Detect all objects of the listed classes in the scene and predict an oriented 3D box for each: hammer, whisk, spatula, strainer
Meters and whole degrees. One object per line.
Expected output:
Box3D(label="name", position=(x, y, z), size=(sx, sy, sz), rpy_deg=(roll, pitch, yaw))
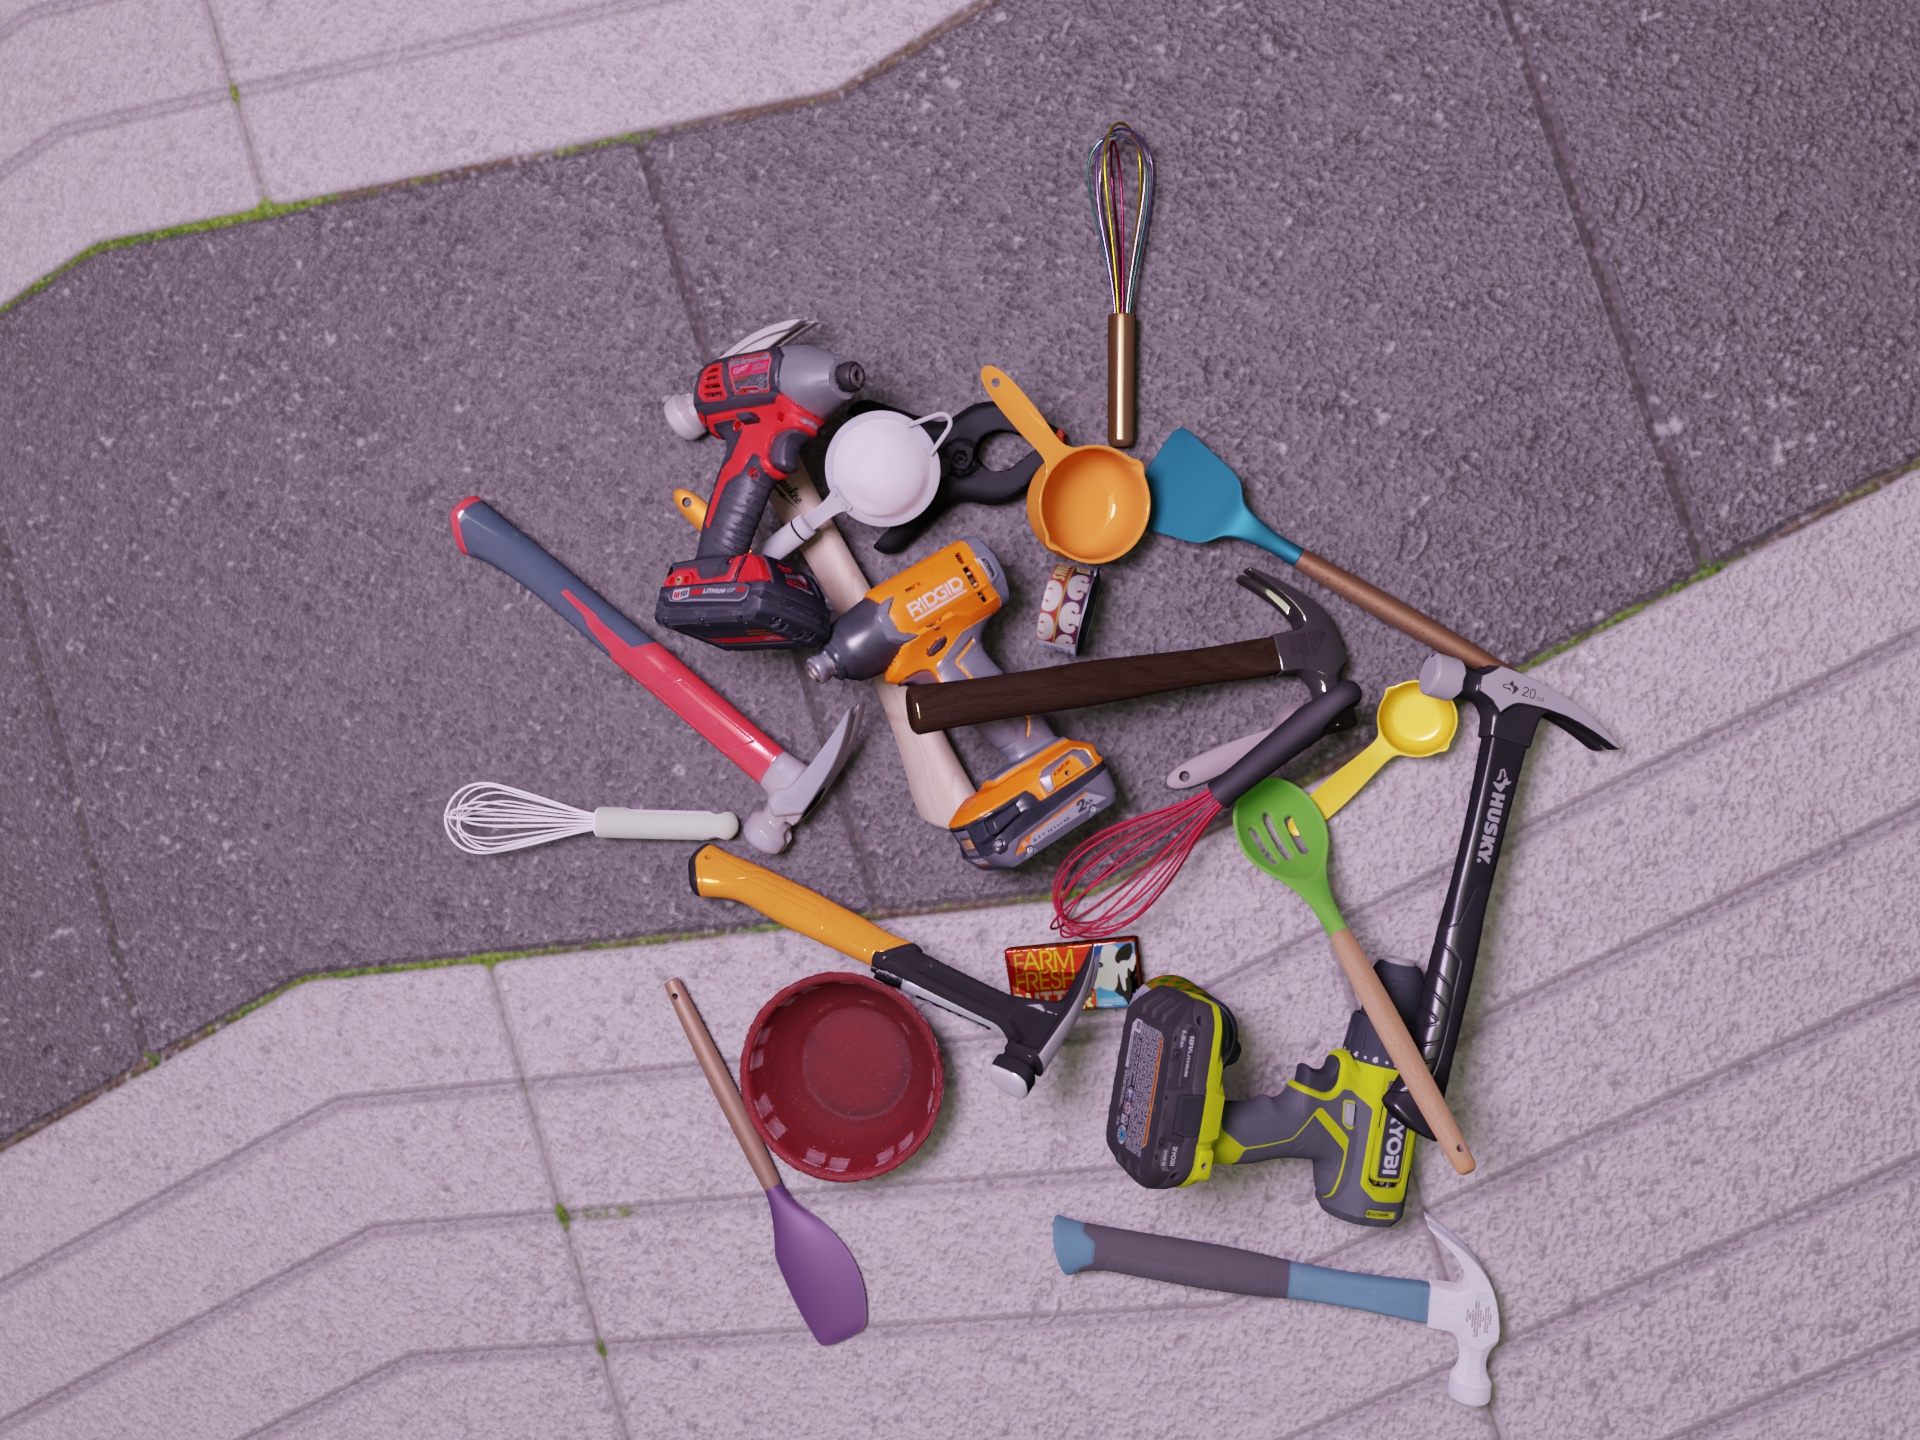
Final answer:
Box3D(label="hammer", position=(-0.064, 0.164, 1.213), size=(0.337, 0.034, 0.127), rpy_deg=(22, 52, 23))
Box3D(label="whisk", position=(0.120, -0.332, 1.214), size=(0.051, 0.047, 0.245), rpy_deg=(1, 93, 9))
Box3D(label="spatula", position=(0.277, -0.110, 1.194), size=(0.317, 0.044, 0.082), rpy_deg=(31, 97, 5))
Box3D(label="hammer", position=(-0.253, -0.067, 1.271), size=(0.386, 0.038, 0.143), rpy_deg=(39, 110, 10))
Box3D(label="strainer", position=(-0.112, -0.148, 1.197), size=(0.258, 0.050, 0.087), rpy_deg=(-34, 102, 19))
Box3D(label="hammer", position=(-0.082, -0.108, 1.237), size=(0.146, 0.038, 0.411), rpy_deg=(-30, 87, 27))
Box3D(label="hammer", position=(0.363, 0.130, 1.126), size=(0.146, 0.035, 0.335), rpy_deg=(16, 84, -8))
Box3D(label="spatula", position=(-0.160, 0.348, 1.272), size=(0.060, 0.018, 0.316), rpy_deg=(-28, 86, 8))
Box3D(label="whisk", position=(-0.300, 0.081, 1.287), size=(0.246, 0.057, 0.059), rpy_deg=(1, 81, 6))
Box3D(label="whisk", position=(0.174, 0.066, 1.164), size=(0.296, 0.073, 0.073), rpy_deg=(-41, 83, 20))
Box3D(label="hammer", position=(0.232, 0.418, 1.191), size=(0.331, 0.033, 0.128), rpy_deg=(6, 91, 11))
Box3D(label="hammer", position=(0.123, -0.034, 1.153), size=(0.331, 0.031, 0.130), rpy_deg=(-8, 77, -14))

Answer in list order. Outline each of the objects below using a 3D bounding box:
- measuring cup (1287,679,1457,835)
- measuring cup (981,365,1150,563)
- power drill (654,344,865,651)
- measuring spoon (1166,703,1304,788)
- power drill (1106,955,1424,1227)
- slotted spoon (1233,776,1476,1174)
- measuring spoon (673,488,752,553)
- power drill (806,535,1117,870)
Box3D(label="measuring cup", position=(0.305, 0.031, 1.190), size=(0.062, 0.029, 0.156), rpy_deg=(47, 109, 7))
Box3D(label="measuring cup", position=(0.067, -0.194, 1.191), size=(0.095, 0.052, 0.173), rpy_deg=(-42, 104, -5))
Box3D(label="power drill", position=(-0.140, -0.166, 1.152), size=(0.143, 0.078, 0.220), rpy_deg=(-1, 76, 36))
Box3D(label="measuring spoon", position=(0.213, 0.023, 1.204), size=(0.124, 0.018, 0.034), rpy_deg=(-25, 85, 7))
Box3D(label="power drill", position=(0.231, 0.255, 1.134), size=(0.228, 0.080, 0.190), rpy_deg=(10, 90, -20))
Box3D(label="slotted spoon", position=(0.276, 0.172, 1.116), size=(0.070, 0.031, 0.314), rpy_deg=(-16, 56, -12))
Box3D(label="measuring spoon", position=(-0.191, -0.148, 1.285), size=(0.117, 0.011, 0.021), rpy_deg=(43, 97, 8))
Box3D(label="power drill", position=(-0.002, -0.004, 1.177), size=(0.164, 0.084, 0.226), rpy_deg=(-31, 93, -20))
